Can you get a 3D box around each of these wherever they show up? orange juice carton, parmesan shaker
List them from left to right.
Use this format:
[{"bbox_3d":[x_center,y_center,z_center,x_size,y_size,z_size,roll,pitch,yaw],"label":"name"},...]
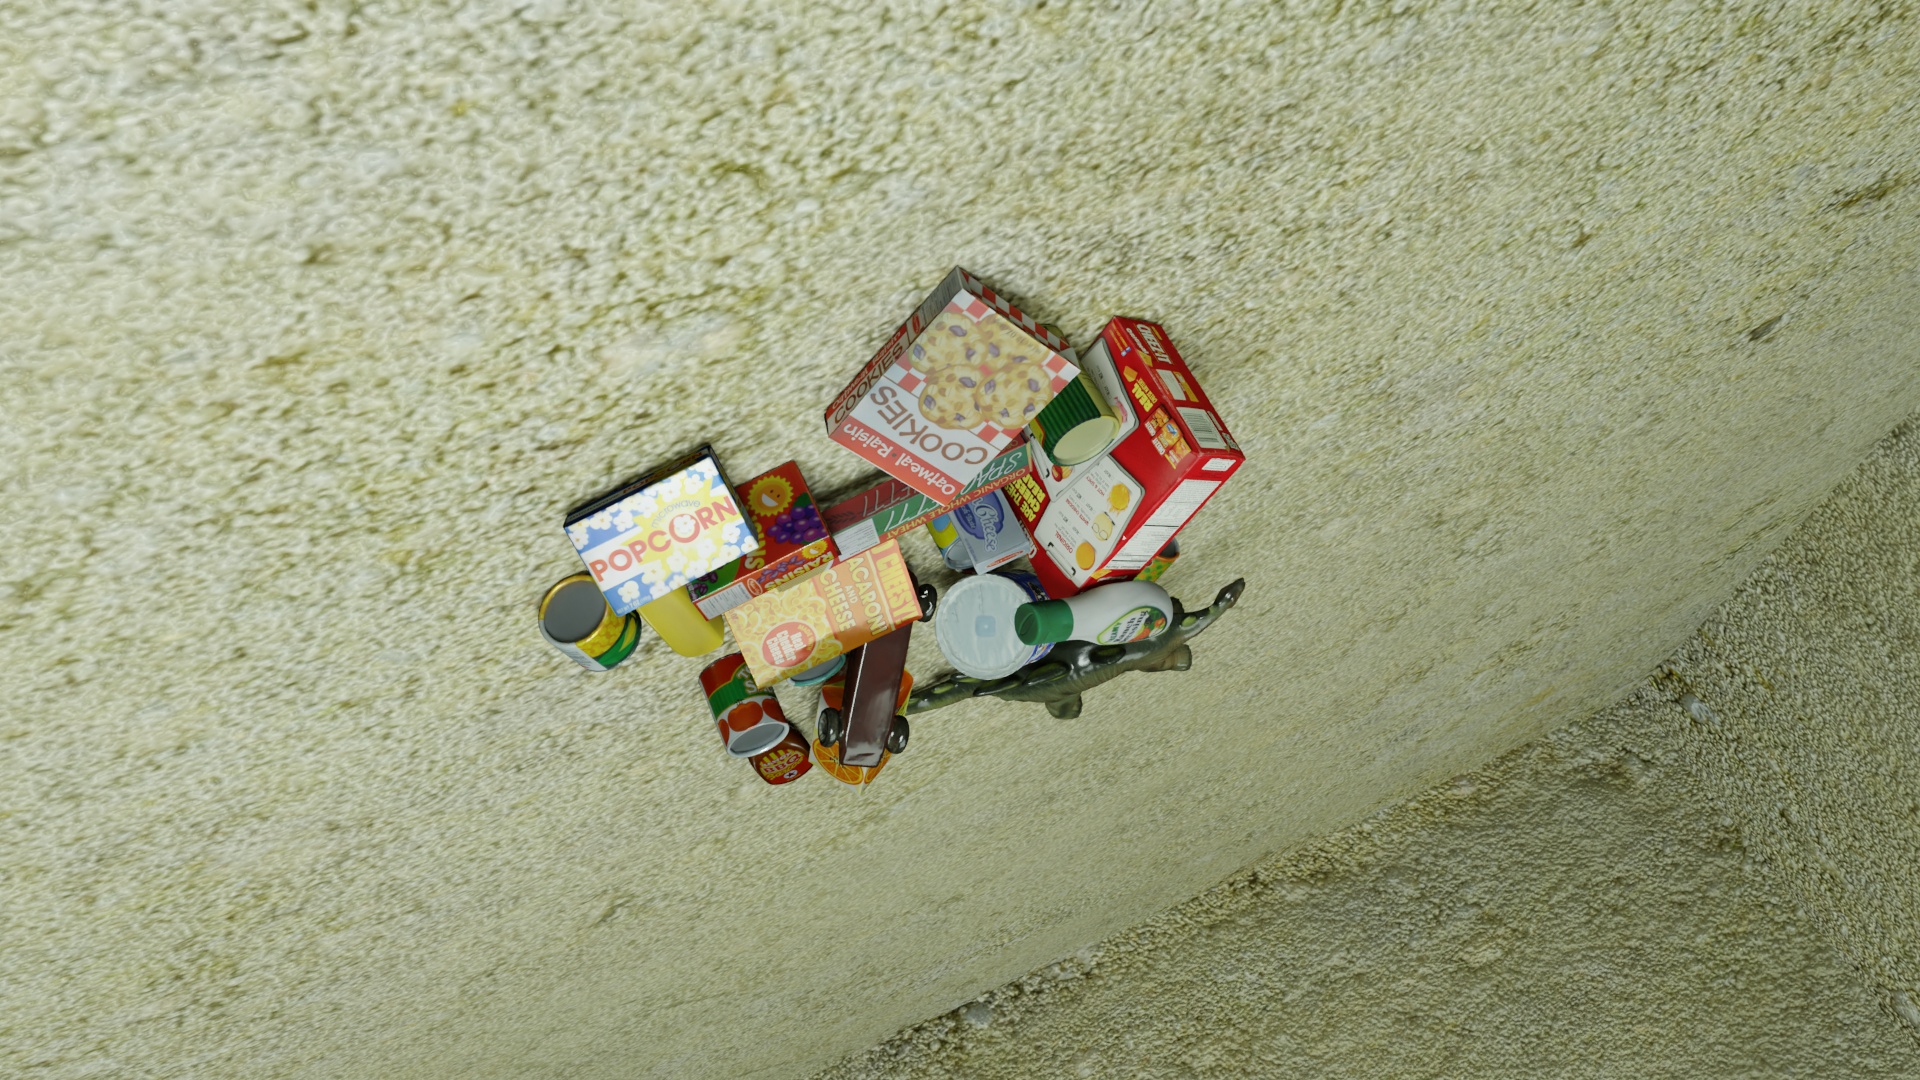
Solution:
[{"bbox_3d":[-0.104,0.181,1.476,0.072,0.073,0.191,-47,162,-38],"label":"orange juice carton"},{"bbox_3d":[0.078,-0.120,1.150,0.071,0.103,0.071,-21,150,-13],"label":"parmesan shaker"}]

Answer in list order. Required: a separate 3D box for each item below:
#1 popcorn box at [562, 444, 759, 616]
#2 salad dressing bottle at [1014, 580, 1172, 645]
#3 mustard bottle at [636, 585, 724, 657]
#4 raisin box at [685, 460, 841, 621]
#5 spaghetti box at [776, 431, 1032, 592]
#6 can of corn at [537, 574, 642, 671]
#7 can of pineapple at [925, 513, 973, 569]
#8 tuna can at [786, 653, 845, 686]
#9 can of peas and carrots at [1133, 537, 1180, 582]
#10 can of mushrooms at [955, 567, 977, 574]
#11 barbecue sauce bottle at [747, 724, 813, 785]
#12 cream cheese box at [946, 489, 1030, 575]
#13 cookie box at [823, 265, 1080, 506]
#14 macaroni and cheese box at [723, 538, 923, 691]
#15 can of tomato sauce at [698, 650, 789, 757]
[{"bbox_3d":[-0.232,-0.007,1.084,0.127,0.038,0.085,-27,110,-3],"label":"popcorn box"},{"bbox_3d":[0.115,0.065,1.200,0.148,0.044,0.064,-4,141,-34],"label":"salad dressing bottle"},{"bbox_3d":[-0.252,0.040,1.166,0.049,0.065,0.159,-25,142,5],"label":"mustard bottle"},{"bbox_3d":[-0.172,0.000,1.143,0.123,0.086,0.040,-27,149,-4],"label":"raisin box"},{"bbox_3d":[-0.053,-0.029,1.198,0.250,0.029,0.050,-26,149,-8],"label":"spaghetti box"},{"bbox_3d":[-0.307,0.066,1.156,0.071,0.071,0.058,-29,151,1],"label":"can of corn"},{"bbox_3d":[0.005,-0.016,1.301,0.071,0.058,0.070,-22,151,-13],"label":"can of pineapple"},{"bbox_3d":[-0.149,0.117,1.407,0.071,0.033,0.070,-21,150,-12],"label":"tuna can"},{"bbox_3d":[0.194,0.015,1.508,0.071,0.071,0.058,1,139,-42],"label":"can of peas and carrots"},{"bbox_3d":[0.019,0.001,1.368,0.071,0.033,0.070,-21,150,-13],"label":"can of mushrooms"},{"bbox_3d":[-0.207,0.221,1.514,0.065,0.044,0.148,-26,151,-3],"label":"barbecue sauce bottle"},{"bbox_3d":[0.017,-0.025,1.250,0.053,0.104,0.024,-24,155,-6],"label":"cream cheese box"},{"bbox_3d":[-0.008,-0.117,1.096,0.123,0.040,0.167,31,119,-29],"label":"cookie box"},{"bbox_3d":[-0.130,0.049,1.264,0.167,0.040,0.123,-24,127,-10],"label":"macaroni and cheese box"},{"bbox_3d":[-0.212,0.161,1.371,0.071,0.083,0.071,-21,151,-12],"label":"can of tomato sauce"}]
